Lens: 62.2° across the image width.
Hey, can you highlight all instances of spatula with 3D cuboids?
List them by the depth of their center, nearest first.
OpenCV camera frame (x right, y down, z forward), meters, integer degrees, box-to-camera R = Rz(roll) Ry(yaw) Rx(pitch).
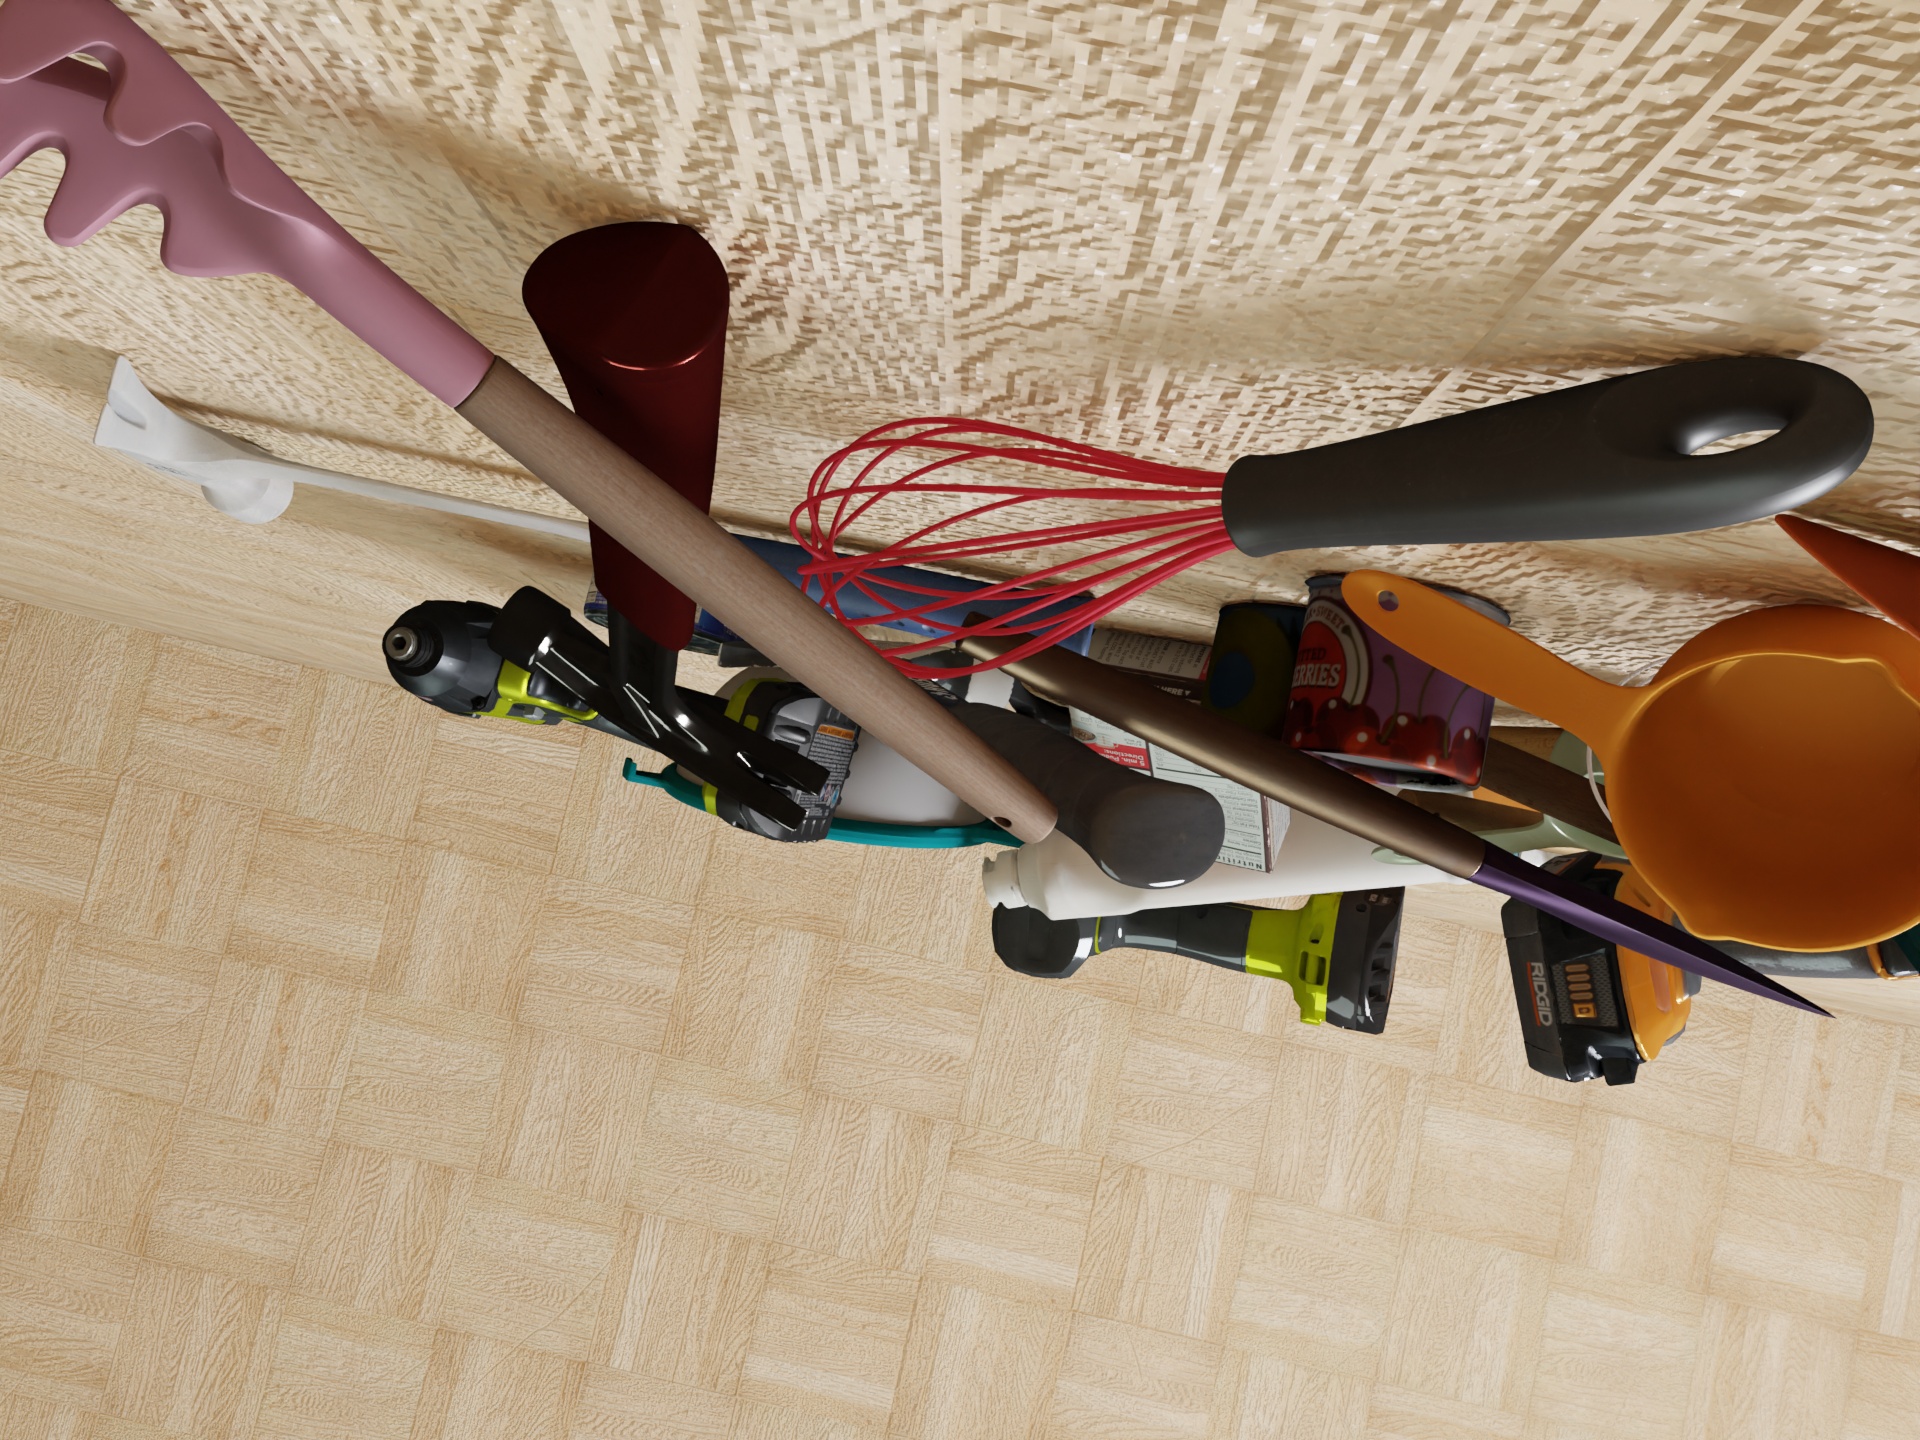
[{"bbox_3d":[0.314,0.040,0.402,0.322,0.041,0.081,35,-159,-30],"label":"spatula"},{"bbox_3d":[0.142,0.034,0.512,0.315,0.018,0.060,23,-177,-11],"label":"spatula"},{"bbox_3d":[0.232,0.047,0.552,0.082,0.044,0.318,10,-166,-48],"label":"spatula"}]

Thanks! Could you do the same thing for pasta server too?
[{"bbox_3d":[-0.088,-0.051,0.348,0.316,0.040,0.060,38,152,-30],"label":"pasta server"}]

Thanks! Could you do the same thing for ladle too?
[{"bbox_3d":[0.318,0.069,0.766,0.320,0.078,0.062,12,-145,-37],"label":"ladle"}]

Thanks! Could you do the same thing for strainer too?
[{"bbox_3d":[-0.016,0.021,0.953,0.340,0.095,0.211,11,-174,24],"label":"strainer"}]

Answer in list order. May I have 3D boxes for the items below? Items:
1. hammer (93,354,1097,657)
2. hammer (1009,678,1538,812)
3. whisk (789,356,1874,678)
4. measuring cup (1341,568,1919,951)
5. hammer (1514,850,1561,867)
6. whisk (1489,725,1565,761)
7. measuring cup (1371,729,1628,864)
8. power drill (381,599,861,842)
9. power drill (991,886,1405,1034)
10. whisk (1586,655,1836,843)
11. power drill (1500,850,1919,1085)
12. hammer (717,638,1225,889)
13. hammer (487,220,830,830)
[{"bbox_3d":[-0.146,-0.075,0.646,0.405,0.035,0.144,12,174,5],"label":"hammer"},{"bbox_3d":[0.189,0.024,0.885,0.337,0.034,0.127,10,174,26],"label":"hammer"},{"bbox_3d":[0.054,-0.050,0.379,0.073,0.073,0.296,18,167,-42],"label":"whisk"},{"bbox_3d":[0.193,-0.008,0.446,0.174,0.095,0.052,31,-142,22],"label":"measuring cup"},{"bbox_3d":[0.261,0.071,0.992,0.330,0.033,0.128,7,177,-32],"label":"hammer"},{"bbox_3d":[0.191,0.016,0.716,0.245,0.051,0.047,1,-149,39],"label":"whisk"},{"bbox_3d":[0.236,0.031,0.640,0.083,0.038,0.167,30,152,-29],"label":"measuring cup"},{"bbox_3d":[-0.175,-0.006,0.823,0.223,0.080,0.171,17,179,10],"label":"power drill"},{"bbox_3d":[0.149,0.116,0.970,0.228,0.080,0.190,7,-169,18],"label":"power drill"},{"bbox_3d":[0.333,0.035,0.475,0.284,0.070,0.070,14,174,14],"label":"whisk"},{"bbox_3d":[0.331,0.089,0.605,0.226,0.084,0.185,-10,-178,31],"label":"power drill"},{"bbox_3d":[-0.001,-0.002,0.611,0.149,0.036,0.409,10,-173,-16],"label":"hammer"},{"bbox_3d":[-0.091,-0.042,0.502,0.149,0.037,0.359,31,162,-3],"label":"hammer"}]
